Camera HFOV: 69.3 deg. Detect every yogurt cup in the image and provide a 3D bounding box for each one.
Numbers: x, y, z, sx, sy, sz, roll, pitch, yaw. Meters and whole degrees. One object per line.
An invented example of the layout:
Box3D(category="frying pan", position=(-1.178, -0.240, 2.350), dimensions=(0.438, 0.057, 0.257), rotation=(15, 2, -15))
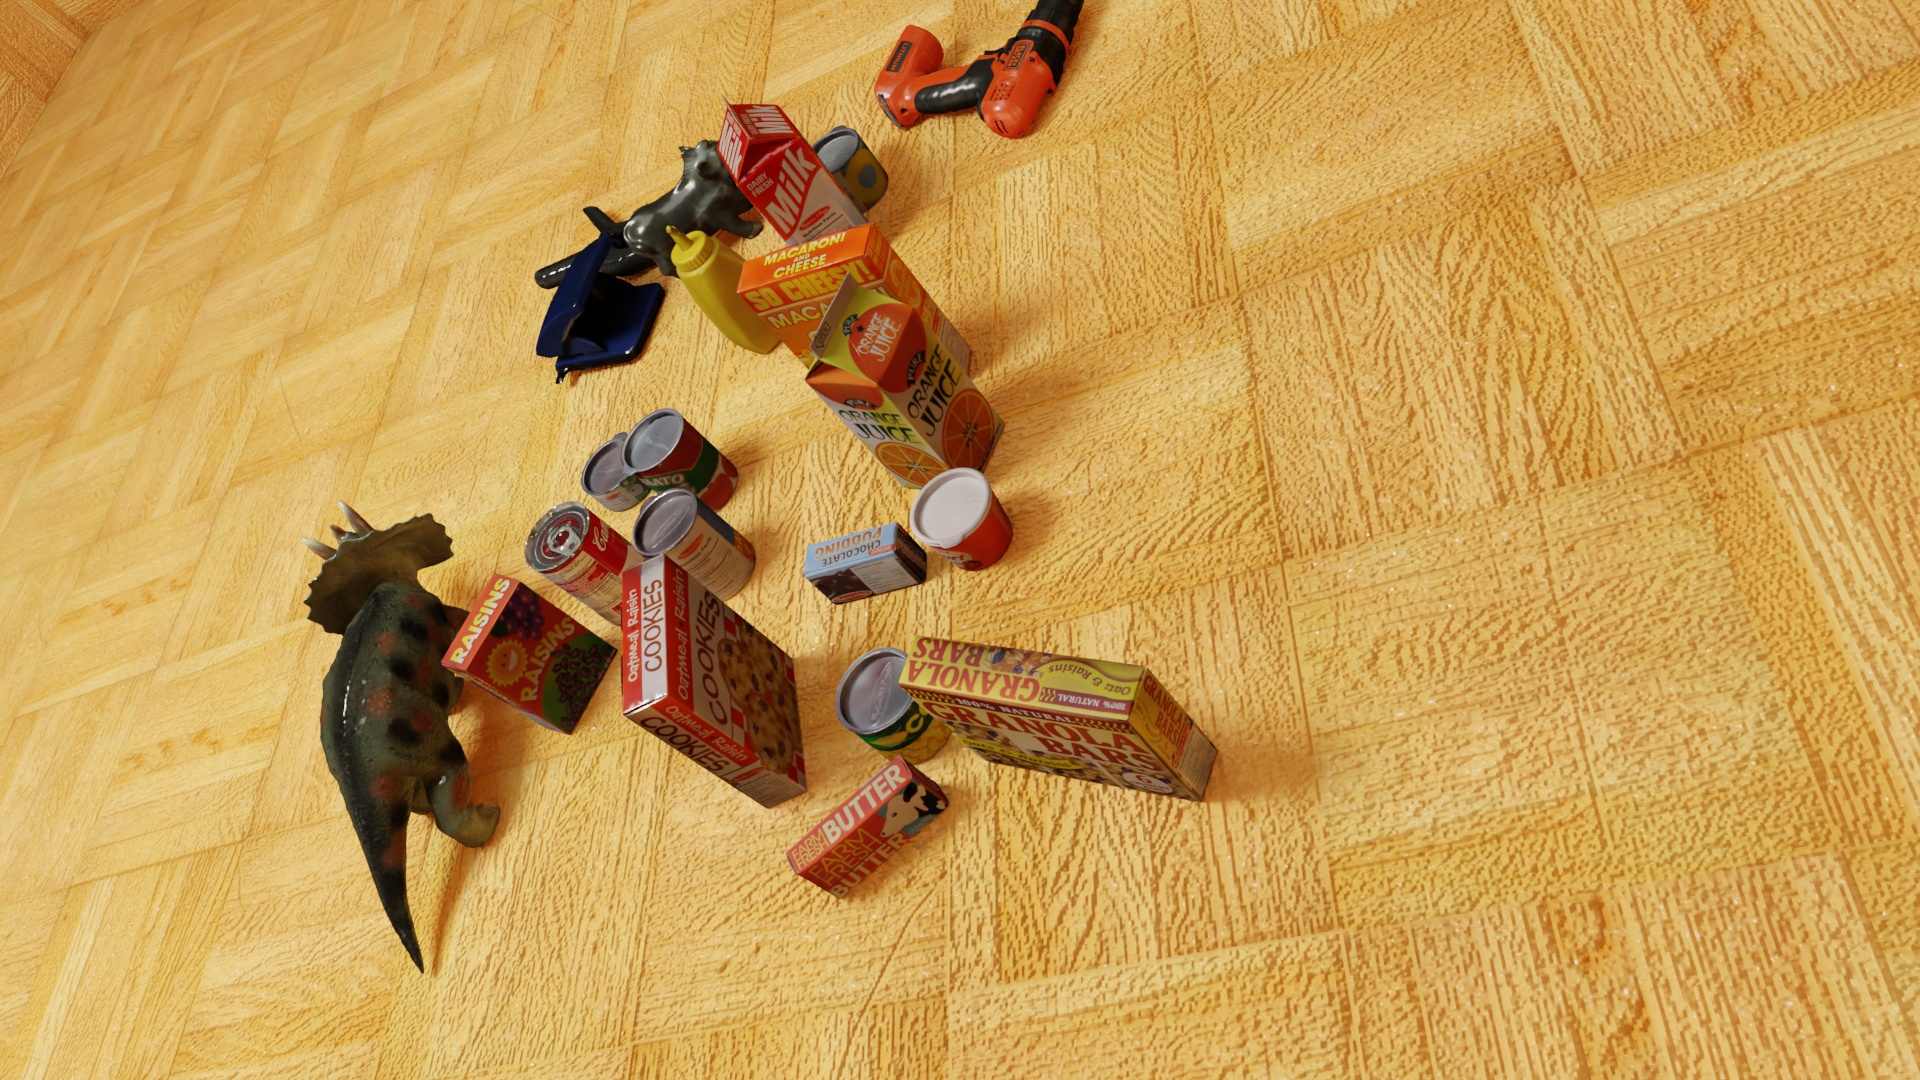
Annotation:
Box3D(category="yogurt cup", position=(0.004, -0.013, 1.043), dimensions=(0.072, 0.053, 0.073), rotation=(-17, 51, 22))

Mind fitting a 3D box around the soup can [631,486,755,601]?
Box3D(category="soup can", position=(-0.222, 0.004, 1.155), dimensions=(0.071, 0.083, 0.072), rotation=(-17, 51, 22))

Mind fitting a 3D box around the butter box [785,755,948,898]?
Box3D(category="butter box", position=(-0.062, 0.195, 0.938), dimensions=(0.103, 0.053, 0.024), rotation=(-40, 46, 1))

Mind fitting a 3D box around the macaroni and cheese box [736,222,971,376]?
Box3D(category="macaroni and cheese box", position=(-0.084, -0.180, 1.141), dimensions=(0.123, 0.166, 0.040), rotation=(-10, 54, 27))

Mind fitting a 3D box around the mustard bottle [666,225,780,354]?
Box3D(category="mustard bottle", position=(-0.219, -0.238, 1.274), dimensions=(0.049, 0.159, 0.065), rotation=(23, 73, 41))

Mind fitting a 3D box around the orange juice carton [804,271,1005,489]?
Box3D(category="orange juice carton", position=(-0.049, -0.116, 1.055), dimensions=(0.073, 0.192, 0.072), rotation=(7, 63, 36))

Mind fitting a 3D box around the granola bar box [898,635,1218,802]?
Box3D(category="granola bar box", position=(0.061, 0.112, 0.869), dimensions=(0.165, 0.124, 0.039), rotation=(5, 62, 35))

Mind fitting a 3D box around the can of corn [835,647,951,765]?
Box3D(category="can of corn", position=(-0.043, 0.117, 0.977), dimensions=(0.071, 0.058, 0.071), rotation=(-17, 51, 22))

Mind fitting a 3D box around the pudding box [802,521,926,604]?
Box3D(category="pudding box", position=(-0.074, 0.018, 1.074), dimensions=(0.083, 0.049, 0.030), rotation=(-15, 52, 23))

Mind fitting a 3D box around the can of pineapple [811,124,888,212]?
Box3D(category="can of pineapple", position=(-0.112, -0.362, 1.365), dimensions=(0.071, 0.057, 0.071), rotation=(-17, 51, 22))

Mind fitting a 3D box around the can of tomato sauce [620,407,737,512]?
Box3D(category="can of tomato sauce", position=(-0.247, -0.064, 1.220), dimensions=(0.071, 0.083, 0.071), rotation=(-17, 51, 22))

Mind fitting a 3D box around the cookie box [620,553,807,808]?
Box3D(category="cookie box", position=(-0.177, 0.103, 0.998), dimensions=(0.040, 0.167, 0.123), rotation=(-26, 48, 15))

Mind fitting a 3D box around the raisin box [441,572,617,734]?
Box3D(category="raisin box", position=(-0.354, 0.095, 1.147), dimensions=(0.040, 0.123, 0.086), rotation=(10, 65, 37))

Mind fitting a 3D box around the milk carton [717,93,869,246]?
Box3D(category="milk carton", position=(-0.156, -0.326, 1.275), dimensions=(0.073, 0.190, 0.072), rotation=(-37, 46, 6))

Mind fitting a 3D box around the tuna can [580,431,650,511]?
Box3D(category="tuna can", position=(-0.318, -0.064, 1.301), dimensions=(0.071, 0.032, 0.071), rotation=(-17, 51, 22))
